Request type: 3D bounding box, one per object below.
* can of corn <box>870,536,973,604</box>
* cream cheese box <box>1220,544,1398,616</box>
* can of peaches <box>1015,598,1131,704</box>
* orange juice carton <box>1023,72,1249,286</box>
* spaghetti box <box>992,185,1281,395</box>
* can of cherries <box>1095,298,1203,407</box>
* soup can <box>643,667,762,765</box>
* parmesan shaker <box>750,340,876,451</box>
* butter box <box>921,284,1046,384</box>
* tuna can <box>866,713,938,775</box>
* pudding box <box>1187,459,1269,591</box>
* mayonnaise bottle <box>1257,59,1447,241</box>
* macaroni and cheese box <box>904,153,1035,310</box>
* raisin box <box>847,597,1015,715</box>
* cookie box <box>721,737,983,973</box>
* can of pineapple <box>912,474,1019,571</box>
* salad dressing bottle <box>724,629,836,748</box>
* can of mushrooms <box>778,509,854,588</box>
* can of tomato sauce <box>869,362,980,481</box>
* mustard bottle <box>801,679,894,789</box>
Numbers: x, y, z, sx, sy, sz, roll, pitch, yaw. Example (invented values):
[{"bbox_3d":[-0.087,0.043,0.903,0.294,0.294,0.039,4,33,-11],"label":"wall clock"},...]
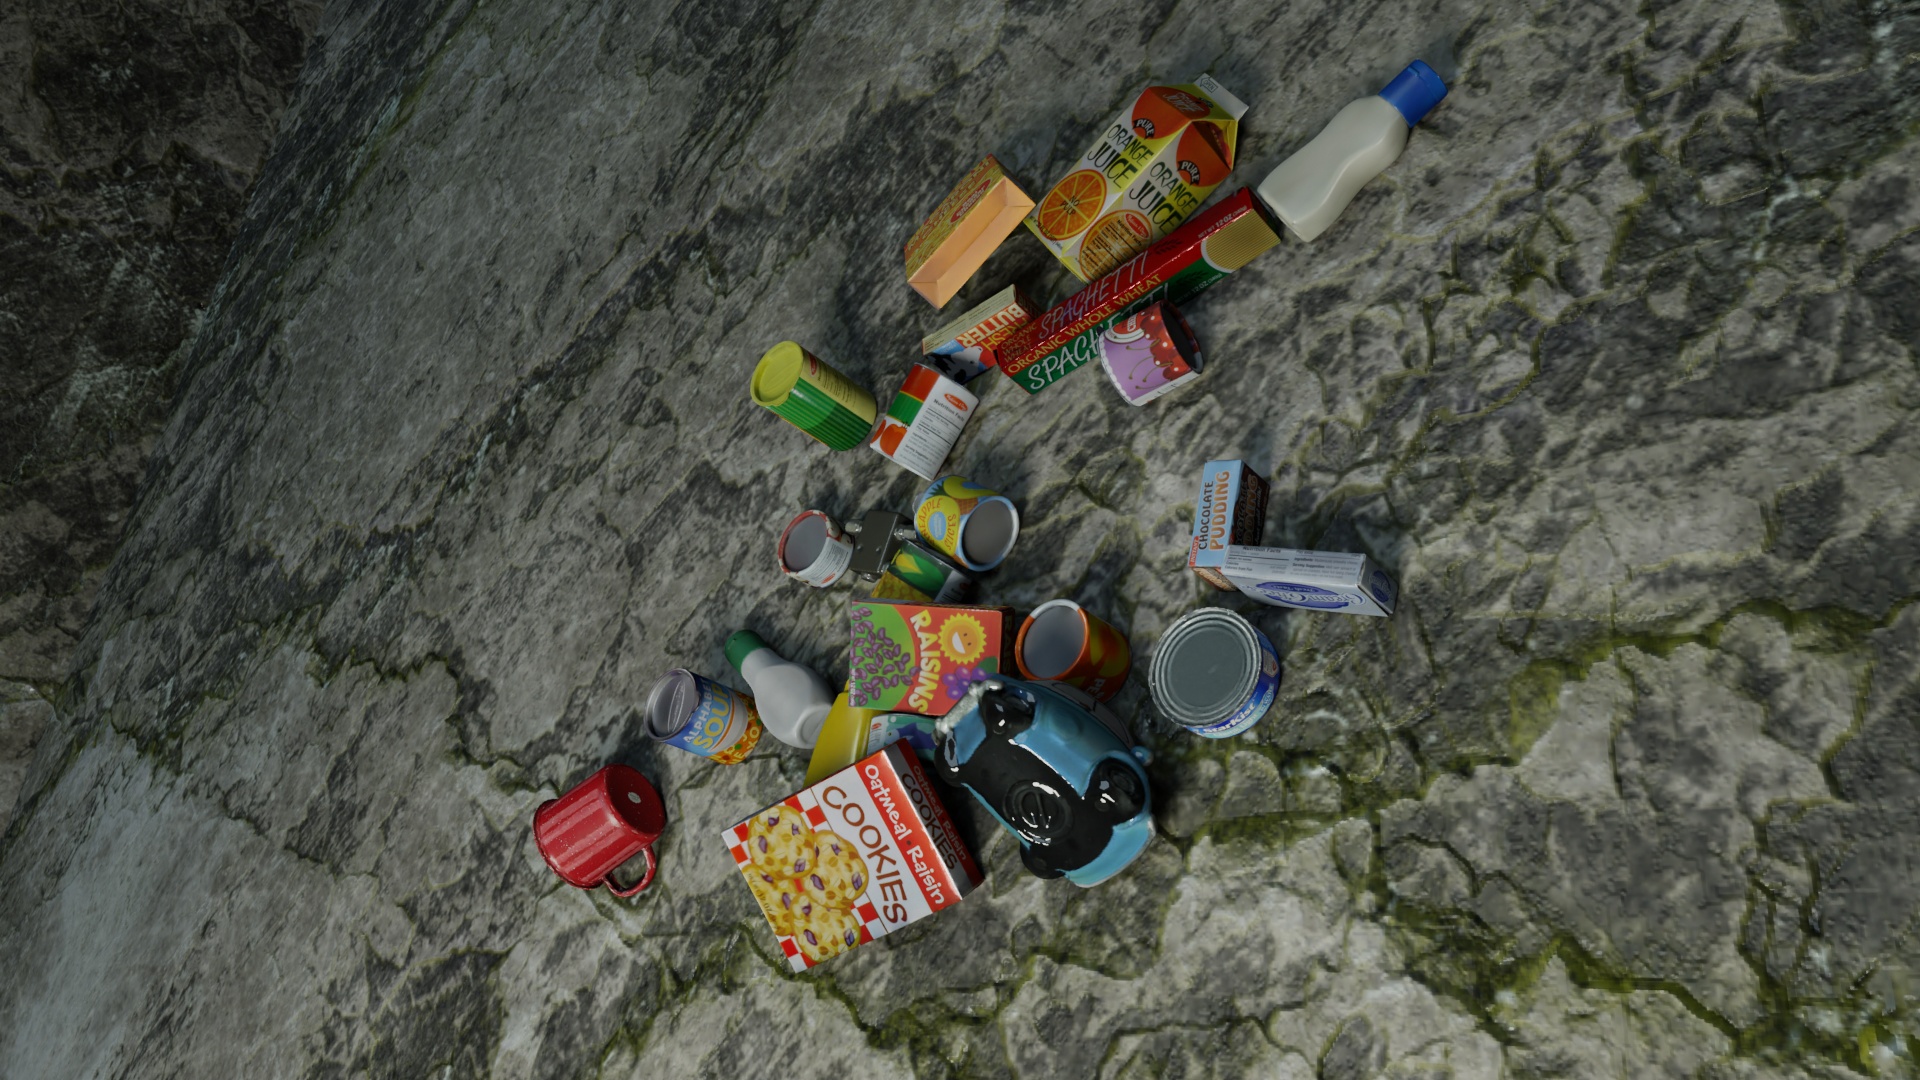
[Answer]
[{"bbox_3d":[-0.034,0.038,1.136,0.071,0.071,0.058,31,90,46],"label":"can of corn"},{"bbox_3d":[0.230,0.026,0.922,0.104,0.053,0.024,5,69,42],"label":"cream cheese box"},{"bbox_3d":[0.082,0.084,1.016,0.071,0.058,0.071,-20,55,32],"label":"can of peaches"},{"bbox_3d":[0.153,-0.303,1.157,0.192,0.073,0.072,-45,45,12],"label":"orange juice carton"},{"bbox_3d":[0.139,-0.198,1.128,0.249,0.050,0.029,-30,50,26],"label":"spaghetti box"},{"bbox_3d":[0.147,-0.148,1.079,0.058,0.071,0.072,-26,52,28],"label":"can of cherries"},{"bbox_3d":[-0.224,0.156,1.225,0.071,0.083,0.071,-20,56,33],"label":"soup can"},{"bbox_3d":[-0.135,-0.130,1.291,0.071,0.103,0.071,-21,55,32],"label":"parmesan shaker"},{"bbox_3d":[0.022,-0.179,1.218,0.103,0.053,0.024,-27,49,27],"label":"butter box"},{"bbox_3d":[-0.036,0.159,1.075,0.071,0.071,0.033,-10,63,38],"label":"tuna can"},{"bbox_3d":[0.189,-0.011,0.981,0.030,0.049,0.084,-2,66,39],"label":"pudding box"},{"bbox_3d":[0.299,-0.297,1.051,0.148,0.041,0.065,-42,48,14],"label":"mayonnaise bottle"},{"bbox_3d":[0.004,-0.282,1.247,0.123,0.040,0.167,-45,18,14],"label":"macaroni and cheese box"},{"bbox_3d":[-0.022,0.091,1.071,0.123,0.040,0.086,3,91,20],"label":"raisin box"},{"bbox_3d":[-0.083,0.237,1.046,0.167,0.040,0.123,-30,86,25],"label":"cookie box"},{"bbox_3d":[0.004,-0.014,1.131,0.058,0.071,0.071,26,85,46],"label":"can of pineapple"},{"bbox_3d":[-0.160,0.126,1.215,0.148,0.044,0.064,37,95,47],"label":"salad dressing bottle"},{"bbox_3d":[-0.133,0.006,1.264,0.071,0.033,0.071,-20,56,33],"label":"can of mushrooms"},{"bbox_3d":[-0.032,-0.103,1.214,0.071,0.071,0.083,28,88,46],"label":"can of tomato sauce"},{"bbox_3d":[-0.084,0.164,1.124,0.065,0.048,0.161,-2,65,40],"label":"mustard bottle"}]
